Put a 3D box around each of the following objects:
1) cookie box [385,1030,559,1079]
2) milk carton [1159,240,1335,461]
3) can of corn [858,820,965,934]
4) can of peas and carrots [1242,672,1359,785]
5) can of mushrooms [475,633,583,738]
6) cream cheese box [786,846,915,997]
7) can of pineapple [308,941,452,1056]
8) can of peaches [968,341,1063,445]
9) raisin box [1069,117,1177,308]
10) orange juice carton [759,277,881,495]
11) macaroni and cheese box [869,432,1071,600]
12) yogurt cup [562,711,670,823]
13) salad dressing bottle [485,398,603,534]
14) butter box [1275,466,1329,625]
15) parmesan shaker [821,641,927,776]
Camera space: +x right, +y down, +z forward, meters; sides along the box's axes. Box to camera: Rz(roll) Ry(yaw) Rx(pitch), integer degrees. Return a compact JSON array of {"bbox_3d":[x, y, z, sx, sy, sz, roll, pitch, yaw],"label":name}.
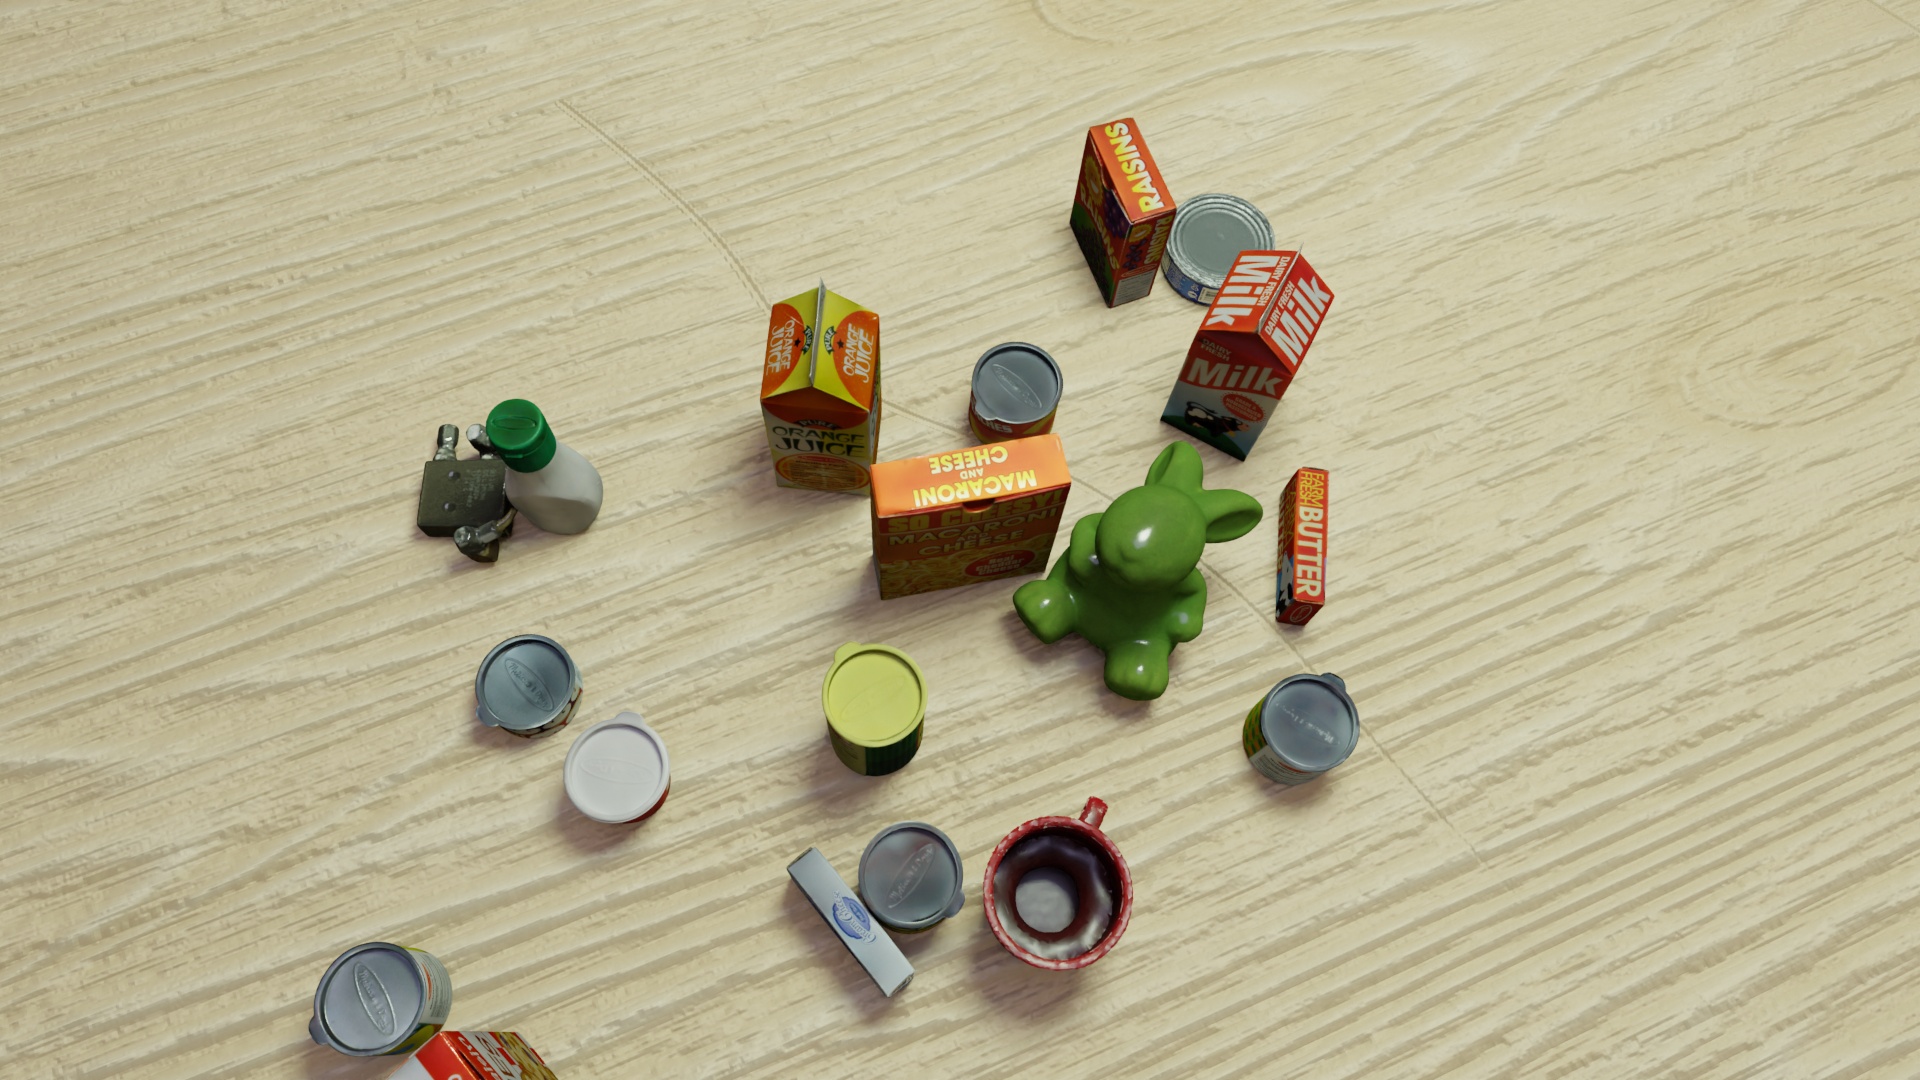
[{"bbox_3d":[-0.247,0.336,0.788,0.040,0.167,0.123,-42,77,-15],"label":"cookie box"},{"bbox_3d":[0.201,-0.134,0.972,0.073,0.190,0.072,27,71,7],"label":"milk carton"},{"bbox_3d":[-0.030,0.221,0.899,0.071,0.058,0.071,1,70,-2],"label":"can of corn"},{"bbox_3d":[0.232,0.127,0.946,0.071,0.058,0.071,1,70,-2],"label":"can of peas and carrots"},{"bbox_3d":[-0.294,0.101,0.944,0.071,0.033,0.071,1,70,-2],"label":"can of mushrooms"},{"bbox_3d":[-0.070,0.245,0.891,0.024,0.053,0.104,-38,76,-15],"label":"cream cheese box"},{"bbox_3d":[-0.357,0.285,0.860,0.071,0.057,0.071,1,70,-2],"label":"can of pineapple"},{"bbox_3d":[0.038,-0.103,1.023,0.071,0.058,0.071,1,70,-2],"label":"can of peaches"},{"bbox_3d":[0.119,-0.244,1.044,0.040,0.123,0.086,-18,72,-9],"label":"raisin box"},{"bbox_3d":[-0.093,-0.100,0.944,0.073,0.192,0.072,5,70,-1],"label":"orange juice carton"},{"bbox_3d":[0.003,-0.012,0.930,0.124,0.166,0.040,-10,71,-6],"label":"macaroni and cheese box"},{"bbox_3d":[-0.222,0.156,0.916,0.072,0.053,0.072,1,70,-2],"label":"yogurt cup"},{"bbox_3d":[-0.282,-0.049,0.939,0.064,0.147,0.044,2,70,-2],"label":"salad dressing bottle"},{"bbox_3d":[0.245,0.004,0.996,0.024,0.053,0.104,7,70,0],"label":"butter box"},{"bbox_3d":[-0.057,0.111,0.915,0.071,0.102,0.071,1,70,-2],"label":"parmesan shaker"}]
